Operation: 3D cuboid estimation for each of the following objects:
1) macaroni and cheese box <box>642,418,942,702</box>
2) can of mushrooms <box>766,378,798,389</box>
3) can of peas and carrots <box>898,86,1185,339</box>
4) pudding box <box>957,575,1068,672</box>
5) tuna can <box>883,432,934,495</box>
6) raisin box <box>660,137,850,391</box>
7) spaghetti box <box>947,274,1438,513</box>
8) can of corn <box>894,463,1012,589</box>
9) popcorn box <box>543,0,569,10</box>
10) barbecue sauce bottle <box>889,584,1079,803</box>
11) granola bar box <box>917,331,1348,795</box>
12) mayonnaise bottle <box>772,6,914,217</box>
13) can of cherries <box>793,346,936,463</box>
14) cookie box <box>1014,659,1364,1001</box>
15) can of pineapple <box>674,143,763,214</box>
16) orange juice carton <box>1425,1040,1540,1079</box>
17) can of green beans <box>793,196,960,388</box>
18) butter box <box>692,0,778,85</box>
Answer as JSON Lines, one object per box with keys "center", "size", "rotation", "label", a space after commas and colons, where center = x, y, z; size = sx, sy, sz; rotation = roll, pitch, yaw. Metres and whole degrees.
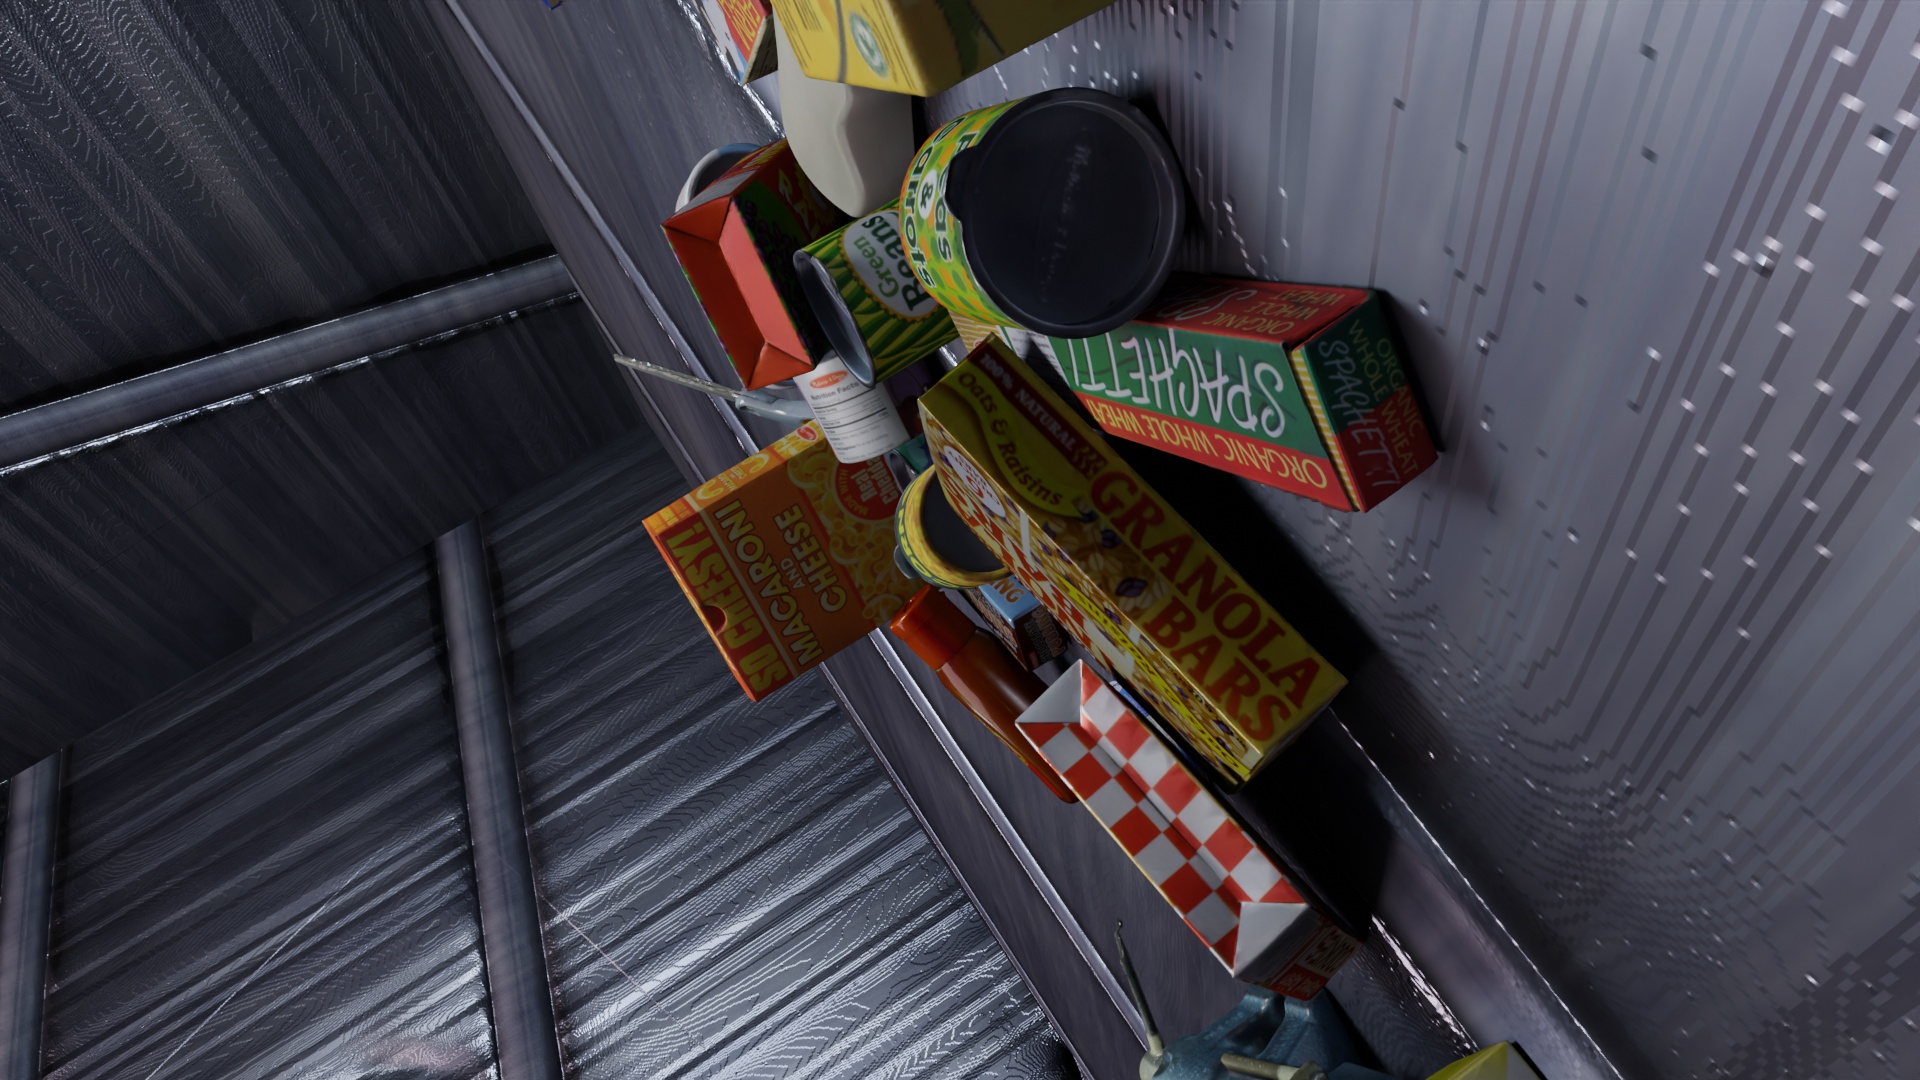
{"center": [-0.082, -0.001, 0.815], "size": [0.123, 0.167, 0.040], "rotation": [64, 166, -25], "label": "macaroni and cheese box"}
{"center": [-0.110, -0.130, 0.866], "size": [0.071, 0.071, 0.033], "rotation": [60, 169, -6], "label": "can of mushrooms"}
{"center": [0.019, -0.093, 0.396], "size": [0.070, 0.071, 0.059], "rotation": [63, 168, -20], "label": "can of peas and carrots"}
{"center": [0.024, 0.030, 0.792], "size": [0.084, 0.030, 0.049], "rotation": [48, 164, 41], "label": "pudding box"}
{"center": [-0.012, -0.033, 0.777], "size": [0.071, 0.033, 0.071], "rotation": [55, 168, 18], "label": "tuna can"}
{"center": [-0.085, -0.135, 0.655], "size": [0.124, 0.040, 0.086], "rotation": [-71, -41, -60], "label": "raisin box"}
{"center": [0.055, -0.058, 0.440], "size": [0.050, 0.029, 0.250], "rotation": [62, 168, -21], "label": "spaghetti box"}
{"center": [0.002, -0.009, 0.683], "size": [0.071, 0.071, 0.058], "rotation": [59, 168, -1], "label": "can of corn"}
{"center": [-0.154, -0.288, 0.583], "size": [0.038, 0.085, 0.126], "rotation": [57, 168, 4], "label": "popcorn box"}
{"center": [0.023, 0.088, 0.817], "size": [0.148, 0.043, 0.065], "rotation": [44, -174, -6], "label": "barbecue sauce bottle"}
{"center": [0.057, 0.015, 0.504], "size": [0.166, 0.039, 0.124], "rotation": [46, 173, 16], "label": "granola bar box"}
{"center": [-0.042, -0.180, 0.506], "size": [0.065, 0.041, 0.147], "rotation": [55, 167, 11], "label": "mayonnaise bottle"}
{"center": [-0.047, -0.082, 0.724], "size": [0.058, 0.071, 0.071], "rotation": [62, 168, -19], "label": "can of cherries"}
{"center": [0.098, 0.124, 0.566], "size": [0.123, 0.040, 0.167], "rotation": [47, -178, 30], "label": "cookie box"}
{"center": [-0.121, -0.182, 0.773], "size": [0.071, 0.071, 0.058], "rotation": [61, 168, -12], "label": "can of pineapple"}
{"center": [0.226, 0.285, 0.496], "size": [0.193, 0.073, 0.071], "rotation": [53, 167, 24], "label": "orange juice carton"}
{"center": [-0.030, -0.108, 0.595], "size": [0.071, 0.058, 0.071], "rotation": [55, 168, 18], "label": "can of green beans"}
{"center": [-0.094, -0.240, 0.608], "size": [0.053, 0.024, 0.103], "rotation": [60, 169, -9], "label": "butter box"}
